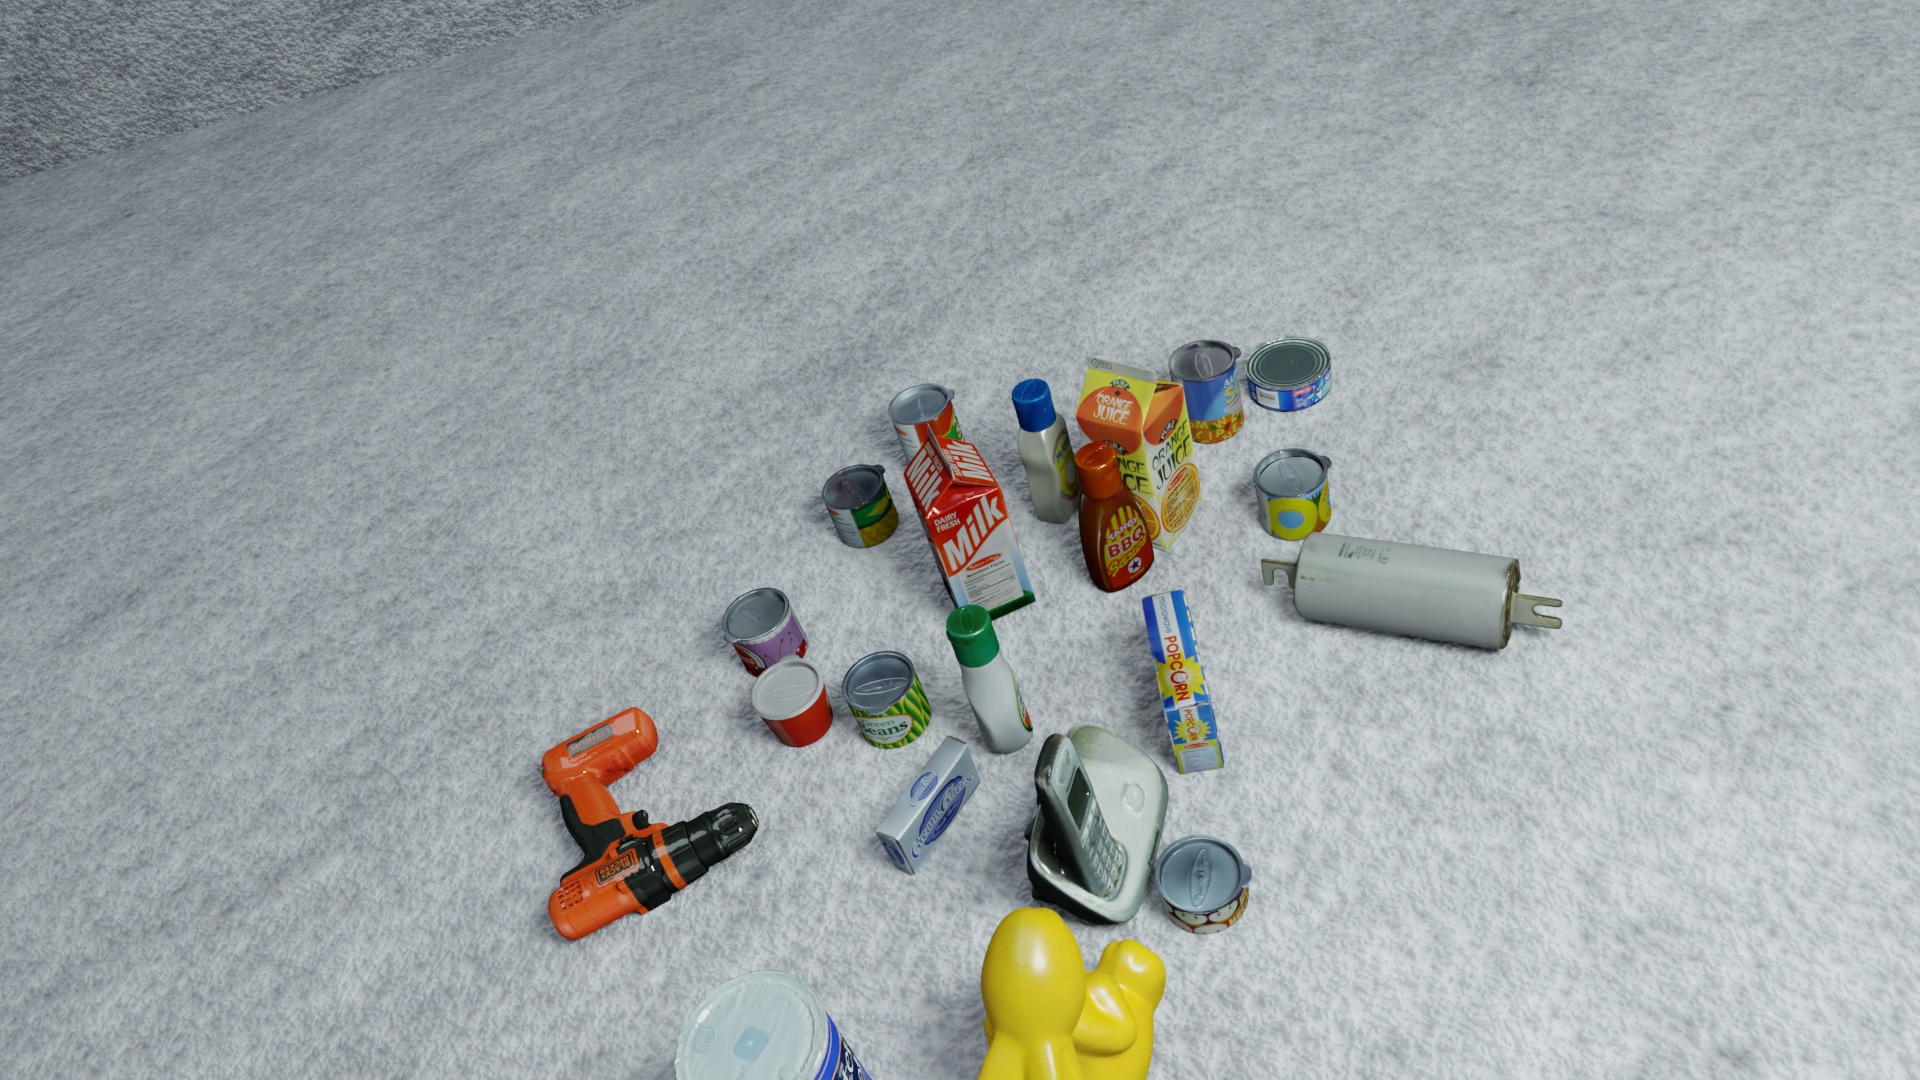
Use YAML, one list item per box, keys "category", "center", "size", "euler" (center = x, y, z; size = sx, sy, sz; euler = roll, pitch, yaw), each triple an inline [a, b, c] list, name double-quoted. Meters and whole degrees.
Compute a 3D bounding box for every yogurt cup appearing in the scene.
- category: "yogurt cup"
  center: [-0.148, 0.148, 1.242]
  size: [0.072, 0.053, 0.073]
  euler: [-10, 42, 10]

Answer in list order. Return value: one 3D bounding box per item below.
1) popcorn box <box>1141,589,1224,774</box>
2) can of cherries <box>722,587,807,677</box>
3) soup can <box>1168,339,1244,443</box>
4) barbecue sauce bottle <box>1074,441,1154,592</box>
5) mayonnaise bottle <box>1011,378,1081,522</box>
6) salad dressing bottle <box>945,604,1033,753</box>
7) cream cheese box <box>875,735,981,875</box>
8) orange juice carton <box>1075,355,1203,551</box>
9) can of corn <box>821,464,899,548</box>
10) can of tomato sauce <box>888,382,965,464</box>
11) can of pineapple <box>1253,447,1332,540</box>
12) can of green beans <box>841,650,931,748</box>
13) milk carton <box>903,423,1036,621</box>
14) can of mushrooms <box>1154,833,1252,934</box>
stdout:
- category: "popcorn box"
  center: [0.181, 0.114, 1.134]
  size: [0.038, 0.084, 0.127]
  euler: [-12, 42, 8]
- category: "can of cherries"
  center: [-0.186, 0.089, 1.315]
  size: [0.071, 0.058, 0.072]
  euler: [-10, 42, 10]
- category: "soup can"
  center: [0.250, -0.149, 1.388]
  size: [0.071, 0.083, 0.072]
  euler: [-10, 42, 10]
- category: "barbecue sauce bottle"
  center: [0.134, -0.023, 1.249]
  size: [0.065, 0.147, 0.044]
  euler: [-35, 44, -17]
- category: "mayonnaise bottle"
  center: [0.083, -0.088, 1.337]
  size: [0.041, 0.147, 0.065]
  euler: [8, 49, 28]
- category: "salad dressing bottle"
  center: [0.023, 0.115, 1.144]
  size: [0.044, 0.147, 0.064]
  euler: [-19, 42, 1]
- category: "cream cheese box"
  center: [-0.024, 0.215, 1.126]
  size: [0.024, 0.053, 0.104]
  euler: [17, 53, 34]
- category: "orange juice carton"
  center: [0.163, -0.088, 1.274]
  size: [0.072, 0.191, 0.073]
  euler: [19, 54, 35]
- category: "can of corn"
  center: [-0.099, -0.036, 1.416]
  size: [0.071, 0.058, 0.071]
  euler: [-10, 42, 10]
- category: "can of tomato sauce"
  center: [-0.031, -0.113, 1.454]
  size: [0.071, 0.082, 0.071]
  euler: [-10, 42, 10]
- category: "can of pineapple"
  center: [0.307, -0.042, 1.273]
  size: [0.071, 0.057, 0.071]
  euler: [-10, 42, 10]
- category: "can of green beans"
  center: [-0.064, 0.140, 1.217]
  size: [0.071, 0.057, 0.071]
  euler: [-10, 42, 10]
- category: "milk carton"
  center: [0.004, -0.016, 1.257]
  size: [0.073, 0.189, 0.072]
  euler: [-24, 42, -5]
- category: "can of mushrooms"
  center: [0.181, 0.254, 1.024]
  size: [0.071, 0.033, 0.071]
  euler: [-10, 42, 10]
